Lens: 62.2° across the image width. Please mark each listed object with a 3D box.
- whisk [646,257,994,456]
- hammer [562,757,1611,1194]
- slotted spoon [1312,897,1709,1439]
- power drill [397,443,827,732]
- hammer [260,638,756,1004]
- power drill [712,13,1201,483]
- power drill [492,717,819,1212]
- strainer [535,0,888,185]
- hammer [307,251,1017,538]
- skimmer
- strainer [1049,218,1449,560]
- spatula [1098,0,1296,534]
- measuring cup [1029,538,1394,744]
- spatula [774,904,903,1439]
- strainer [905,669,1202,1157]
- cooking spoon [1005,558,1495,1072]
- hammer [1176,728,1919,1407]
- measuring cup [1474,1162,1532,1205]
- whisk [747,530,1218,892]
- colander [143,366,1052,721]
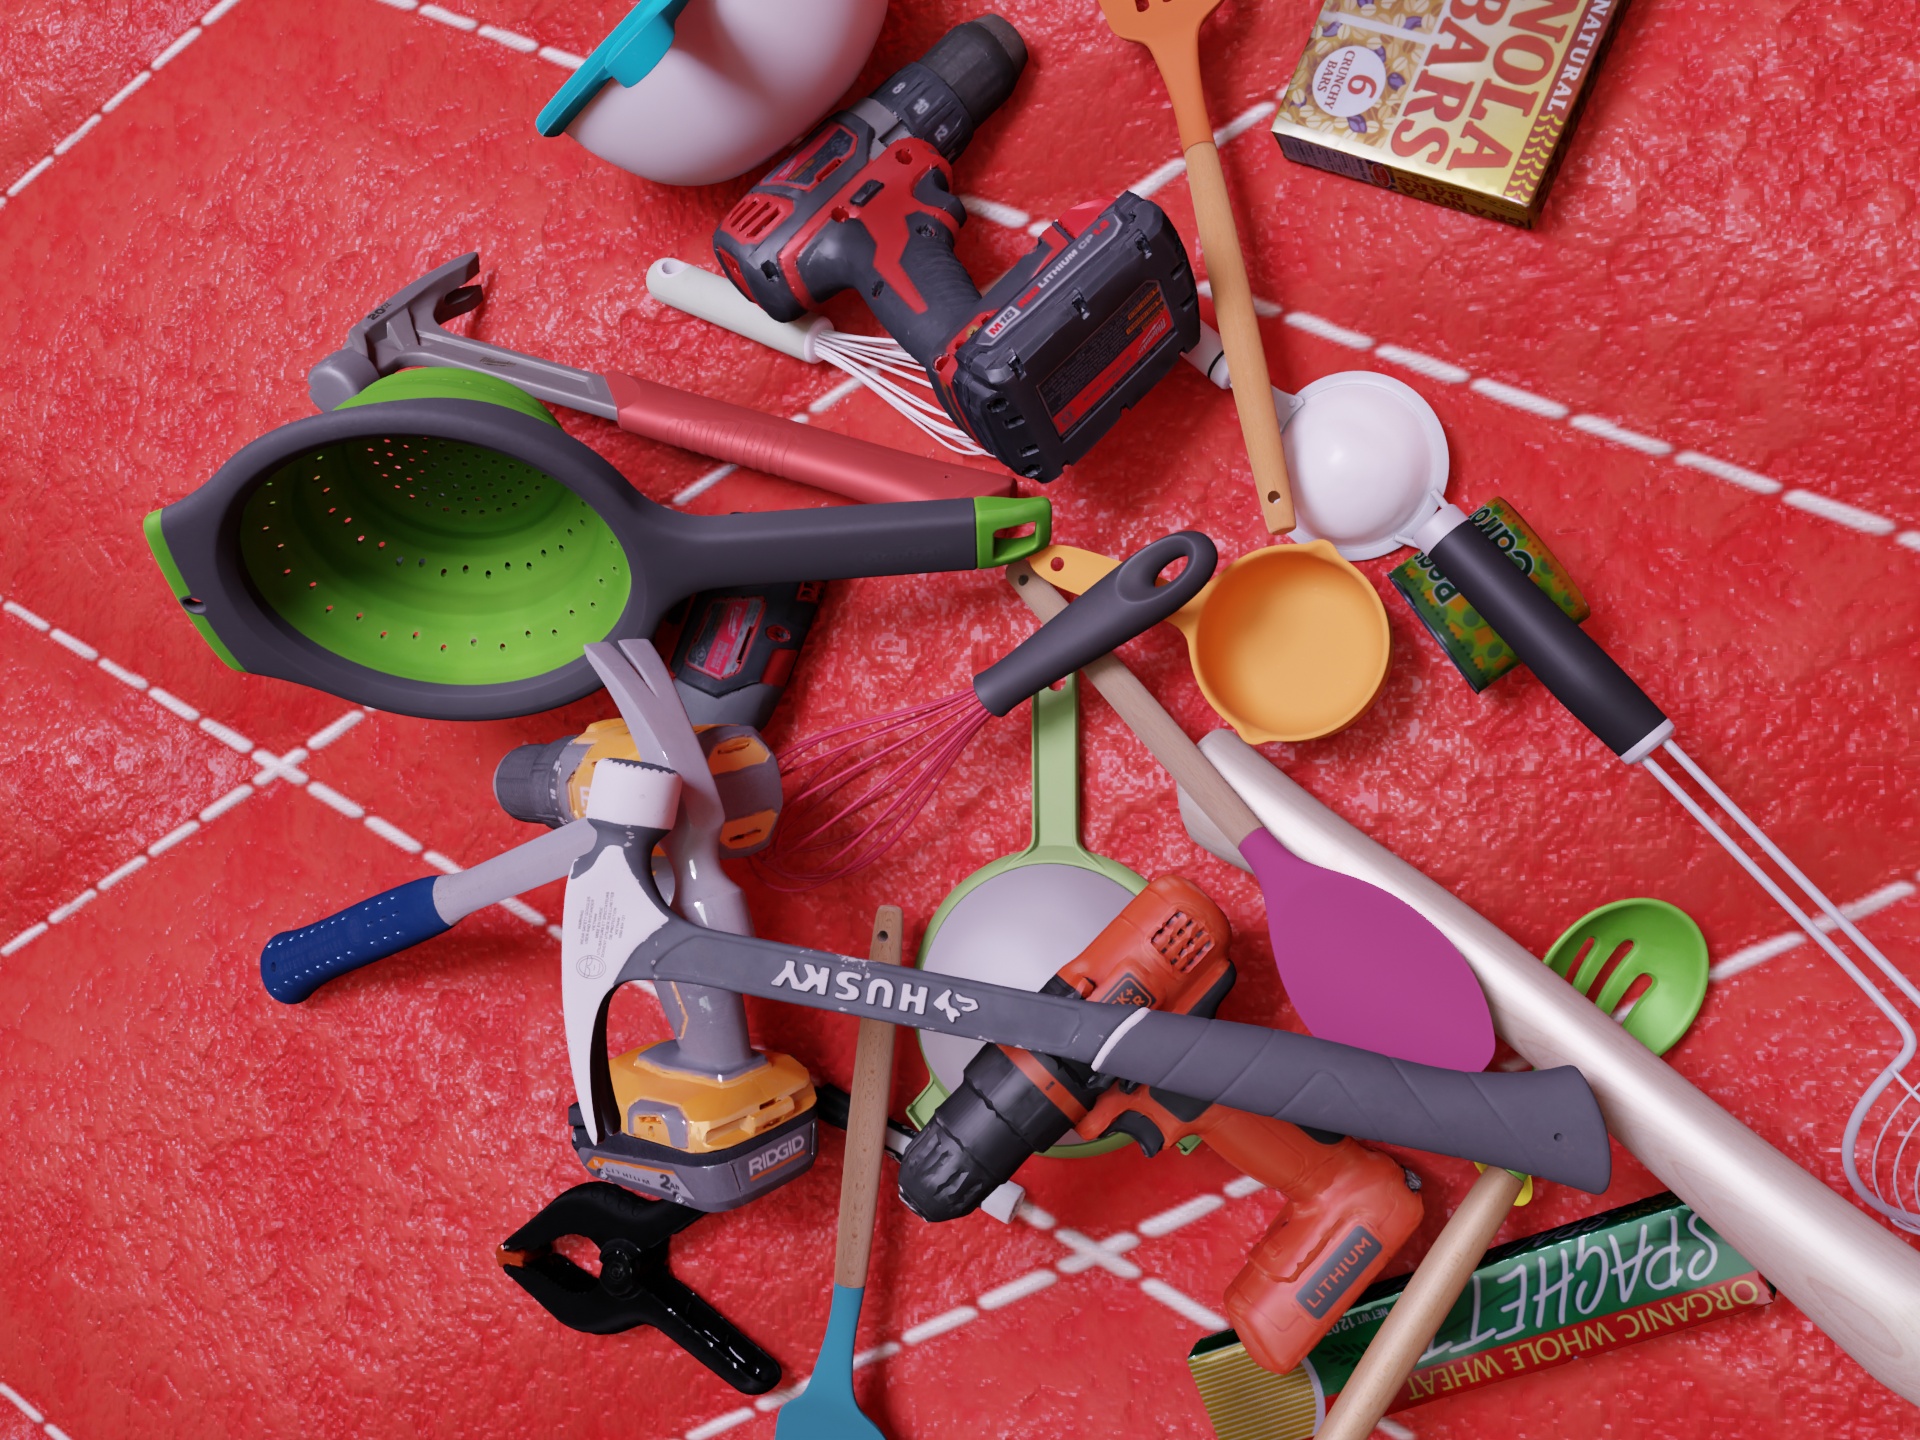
[{"bbox_3d":[-0.066,-0.192,0.817,0.246,0.059,0.058,26,53,23],"label":"whisk"},{"bbox_3d":[0.040,0.124,0.612,0.409,0.036,0.149,11,88,7],"label":"hammer"},{"bbox_3d":[0.213,0.210,0.665,0.070,0.031,0.314,35,84,-5],"label":"slotted spoon"},{"bbox_3d":[-0.185,-0.065,0.839,0.220,0.078,0.143,23,95,17],"label":"power drill"},{"bbox_3d":[-0.251,0.081,0.795,0.405,0.035,0.144,-22,81,41],"label":"hammer"},{"bbox_3d":[0.009,-0.233,0.743,0.188,0.080,0.227,-45,56,-5],"label":"power drill"},{"bbox_3d":[-0.159,0.111,0.790,0.185,0.084,0.226,0,100,41],"label":"power drill"},{"bbox_3d":[-0.100,-0.301,0.726,0.211,0.341,0.095,-38,115,18],"label":"strainer"},{"bbox_3d":[-0.142,-0.161,0.824,0.359,0.149,0.036,17,132,10],"label":"hammer"},{"bbox_3d":[0.317,0.052,0.631,0.127,0.090,0.363,-45,76,21],"label":"skimmer"},{"bbox_3d":[0.130,-0.159,0.745,0.259,0.050,0.087,44,117,20],"label":"strainer"},{"bbox_3d":[0.118,-0.237,0.734,0.081,0.041,0.323,-14,78,20],"label":"spatula"},{"bbox_3d":[0.116,-0.048,0.738,0.174,0.052,0.095,21,95,22],"label":"measuring cup"},{"bbox_3d":[-0.049,0.248,0.784,0.082,0.044,0.317,7,91,22],"label":"spatula"},{"bbox_3d":[0.037,0.084,0.750,0.151,0.069,0.256,0,89,20],"label":"strainer"},{"bbox_3d":[0.112,0.033,0.700,0.068,0.017,0.319,-48,59,17],"label":"cooking spoon"},{"bbox_3d":[0.248,0.122,0.623,0.411,0.038,0.146,41,108,32],"label":"hammer"},{"bbox_3d":[0.212,0.139,0.708,0.062,0.029,0.156,-29,81,17],"label":"measuring cup"},{"bbox_3d":[-0.001,-0.002,0.751,0.296,0.073,0.073,-34,77,27],"label":"whisk"},{"bbox_3d":[-0.158,-0.102,0.748,0.397,0.204,0.095,-4,53,-2],"label":"colander"}]
